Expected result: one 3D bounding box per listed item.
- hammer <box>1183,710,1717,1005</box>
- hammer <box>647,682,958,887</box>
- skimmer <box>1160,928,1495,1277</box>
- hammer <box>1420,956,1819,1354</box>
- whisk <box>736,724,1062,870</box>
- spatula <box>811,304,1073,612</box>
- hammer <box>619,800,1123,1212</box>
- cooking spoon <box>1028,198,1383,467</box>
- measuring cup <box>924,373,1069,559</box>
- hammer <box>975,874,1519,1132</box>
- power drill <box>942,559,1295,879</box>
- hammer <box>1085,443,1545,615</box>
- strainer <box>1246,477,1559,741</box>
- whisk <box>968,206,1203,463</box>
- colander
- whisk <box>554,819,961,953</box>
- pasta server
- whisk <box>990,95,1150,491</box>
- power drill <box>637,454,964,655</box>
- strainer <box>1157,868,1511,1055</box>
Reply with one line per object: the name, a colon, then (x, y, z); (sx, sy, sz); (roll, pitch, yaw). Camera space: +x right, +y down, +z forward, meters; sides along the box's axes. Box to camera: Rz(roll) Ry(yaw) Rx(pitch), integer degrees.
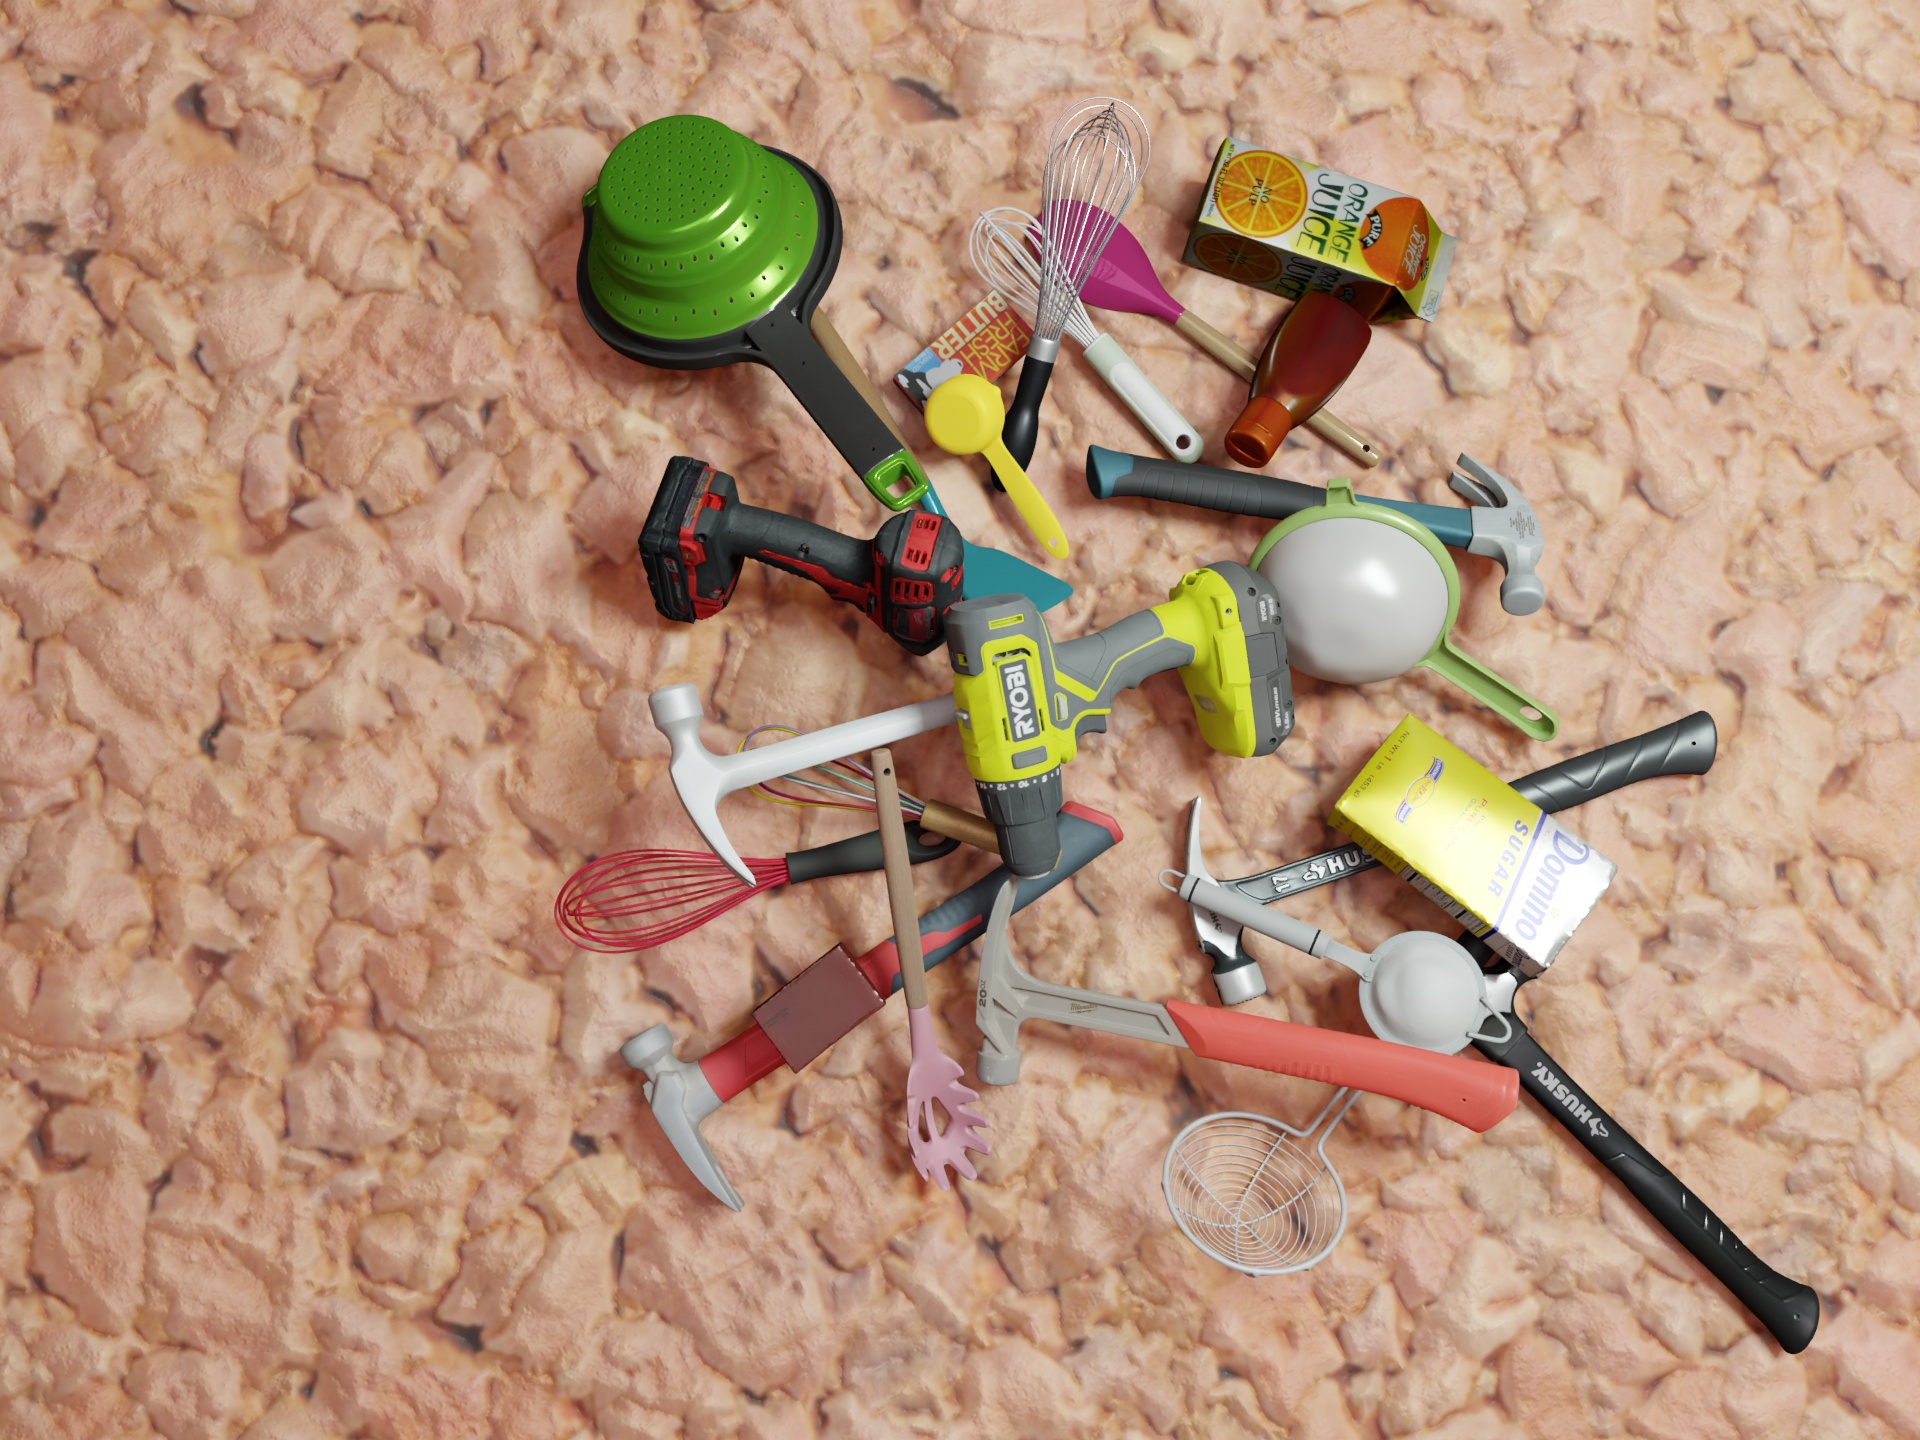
hammer: (0.356, 0.071, 1.155); (0.409, 0.036, 0.149); (-19, 83, -3)
hammer: (-0.002, -0.004, 1.112); (0.405, 0.035, 0.144); (-16, 86, -16)
skimmer: (0.287, 0.225, 1.097); (0.363, 0.090, 0.127); (-49, 58, -1)
hammer: (0.471, 0.318, 1.126); (0.335, 0.035, 0.146); (45, 85, 4)
whisk: (-0.047, 0.062, 1.132); (0.245, 0.051, 0.047); (19, 58, 9)
spatula: (-0.036, -0.201, 1.178); (0.082, 0.044, 0.317); (-27, 81, -34)
hammer: (-0.043, 0.189, 1.137); (0.386, 0.038, 0.143); (-32, 86, -4)
cooking spoon: (0.187, -0.290, 1.202); (0.319, 0.017, 0.069); (37, 85, 4)
measuring cup: (0.029, -0.180, 1.155); (0.062, 0.029, 0.156); (-33, 93, 31)
hammer: (0.187, 0.205, 1.069); (0.359, 0.037, 0.149); (9, 101, 14)
power drill: (0.108, -0.006, 1.086); (0.228, 0.080, 0.190); (-15, 104, -18)
hammer: (0.253, -0.156, 1.152); (0.331, 0.033, 0.128); (9, 53, 2)
strainer: (0.313, -0.044, 1.115); (0.256, 0.151, 0.069); (32, 42, -6)
whisk: (0.095, -0.287, 1.188); (0.058, 0.059, 0.246); (-42, 90, 10)
colander: (-0.147, -0.302, 1.104); (0.204, 0.094, 0.397); (-35, 66, -5)
whisk: (-0.142, 0.110, 1.138); (0.296, 0.073, 0.073); (-11, 84, -8)
pasta server: (-0.029, 0.172, 1.085); (0.060, 0.040, 0.316); (-16, 108, -27)
whisk: (0.070, -0.298, 1.139); (0.070, 0.070, 0.284); (17, 112, 2)
power drill: (-0.105, -0.105, 1.125); (0.219, 0.143, 0.079); (12, 64, 5)
strainer: (0.254, 0.158, 1.090); (0.258, 0.050, 0.087); (23, 75, 17)
